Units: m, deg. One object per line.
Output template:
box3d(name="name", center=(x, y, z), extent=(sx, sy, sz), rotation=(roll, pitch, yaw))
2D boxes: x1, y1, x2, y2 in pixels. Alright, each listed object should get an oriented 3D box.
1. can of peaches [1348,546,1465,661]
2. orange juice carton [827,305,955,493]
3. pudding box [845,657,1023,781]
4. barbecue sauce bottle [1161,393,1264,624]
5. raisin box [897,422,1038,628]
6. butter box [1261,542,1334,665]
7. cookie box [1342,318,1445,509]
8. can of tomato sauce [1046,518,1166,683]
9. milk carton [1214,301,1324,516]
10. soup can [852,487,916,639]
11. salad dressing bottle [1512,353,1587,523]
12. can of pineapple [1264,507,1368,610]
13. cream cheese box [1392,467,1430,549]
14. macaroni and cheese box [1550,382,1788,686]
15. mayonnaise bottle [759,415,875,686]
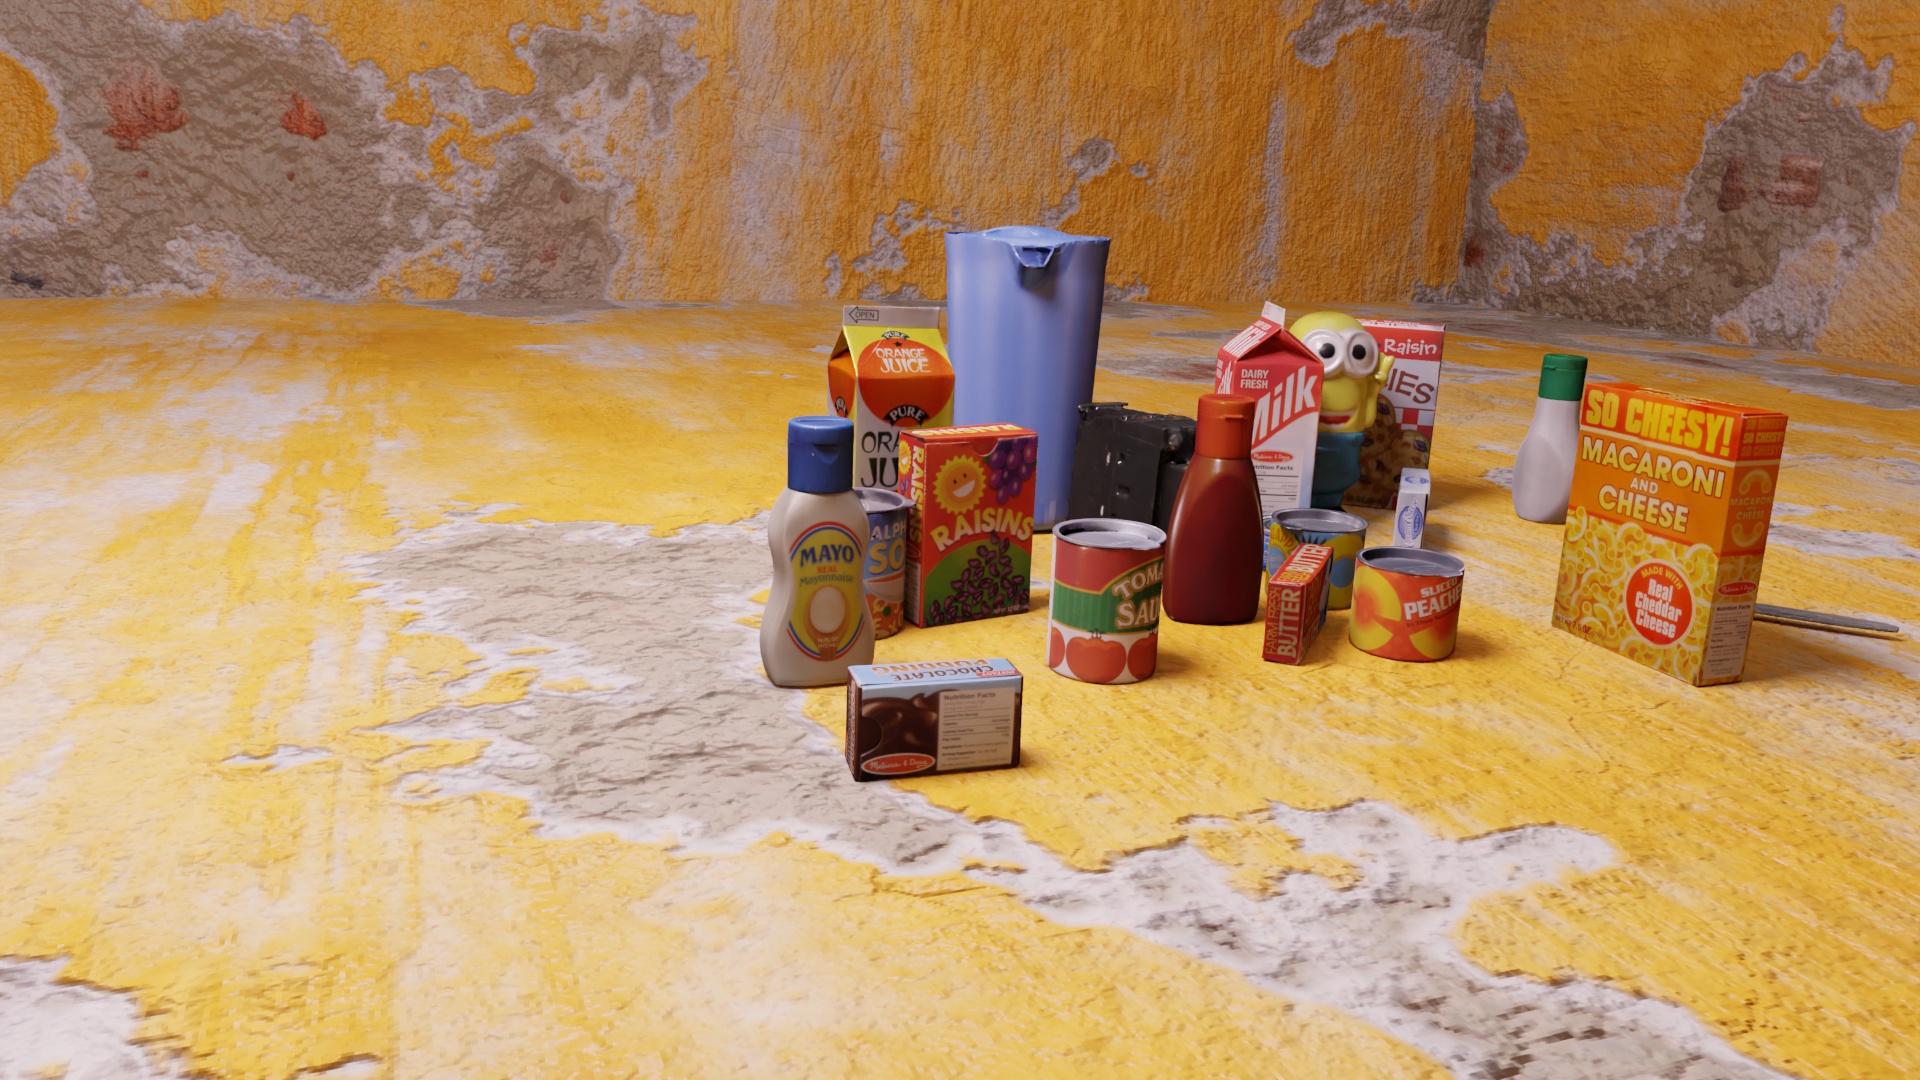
box3d(name="can of peaches", center=(0.282, 0.040, 0.876), extent=(0.071, 0.058, 0.071), rotation=(2, 15, 0))
box3d(name="orange juice carton", center=(-0.050, -0.066, 0.966), extent=(0.072, 0.192, 0.073), rotation=(-3, 15, -21))
box3d(name="pudding box", center=(-0.013, 0.086, 0.675), extent=(0.084, 0.049, 0.030), rotation=(-2, 15, -17))
box3d(name="barbecue sauce bottle", center=(0.169, -0.021, 0.912), extent=(0.065, 0.148, 0.044), rotation=(1, 14, -5))
box3d(name="raisin box", center=(0.003, -0.011, 0.900), extent=(0.086, 0.123, 0.040), rotation=(-6, 16, -30))
box3d(name="butter box", center=(0.215, 0.039, 0.881), extent=(0.024, 0.053, 0.104), rotation=(8, 16, 23))
box3d(name="cookie box", center=(0.368, -0.117, 1.267), extent=(0.123, 0.167, 0.040), rotation=(7, 15, 18))
box3d(name="can of tomato sauce", center=(0.087, 0.035, 0.816), extent=(0.071, 0.082, 0.071), rotation=(2, 14, 0))
box3d(name="milk carton", center=(0.244, -0.094, 1.120), extent=(0.073, 0.190, 0.072), rotation=(2, 14, -2))
box3d(name="soup can", center=(-0.064, 0.014, 0.871), extent=(0.071, 0.083, 0.071), rotation=(2, 14, 0))
box3d(name="salad dressing bottle", center=(0.526, -0.091, 1.231), extent=(0.044, 0.147, 0.064), rotation=(-5, 16, -27))
box3d(name="can of pineapple", center=(0.247, 0.012, 0.975), extent=(0.071, 0.057, 0.071), rotation=(2, 15, 0))
box3d(name="cream cheese box", center=(0.370, -0.024, 1.140), extent=(0.024, 0.053, 0.104), rotation=(7, 15, 17))
box3d(name="macaroni and cheese box", center=(0.440, -0.008, 0.871), extent=(0.040, 0.166, 0.124), rotation=(-3, 15, -20))
box3d(name="mayonnaise bottle", center=(-0.079, 0.006, 0.774), extent=(0.065, 0.147, 0.041), rotation=(-3, 15, -20))
